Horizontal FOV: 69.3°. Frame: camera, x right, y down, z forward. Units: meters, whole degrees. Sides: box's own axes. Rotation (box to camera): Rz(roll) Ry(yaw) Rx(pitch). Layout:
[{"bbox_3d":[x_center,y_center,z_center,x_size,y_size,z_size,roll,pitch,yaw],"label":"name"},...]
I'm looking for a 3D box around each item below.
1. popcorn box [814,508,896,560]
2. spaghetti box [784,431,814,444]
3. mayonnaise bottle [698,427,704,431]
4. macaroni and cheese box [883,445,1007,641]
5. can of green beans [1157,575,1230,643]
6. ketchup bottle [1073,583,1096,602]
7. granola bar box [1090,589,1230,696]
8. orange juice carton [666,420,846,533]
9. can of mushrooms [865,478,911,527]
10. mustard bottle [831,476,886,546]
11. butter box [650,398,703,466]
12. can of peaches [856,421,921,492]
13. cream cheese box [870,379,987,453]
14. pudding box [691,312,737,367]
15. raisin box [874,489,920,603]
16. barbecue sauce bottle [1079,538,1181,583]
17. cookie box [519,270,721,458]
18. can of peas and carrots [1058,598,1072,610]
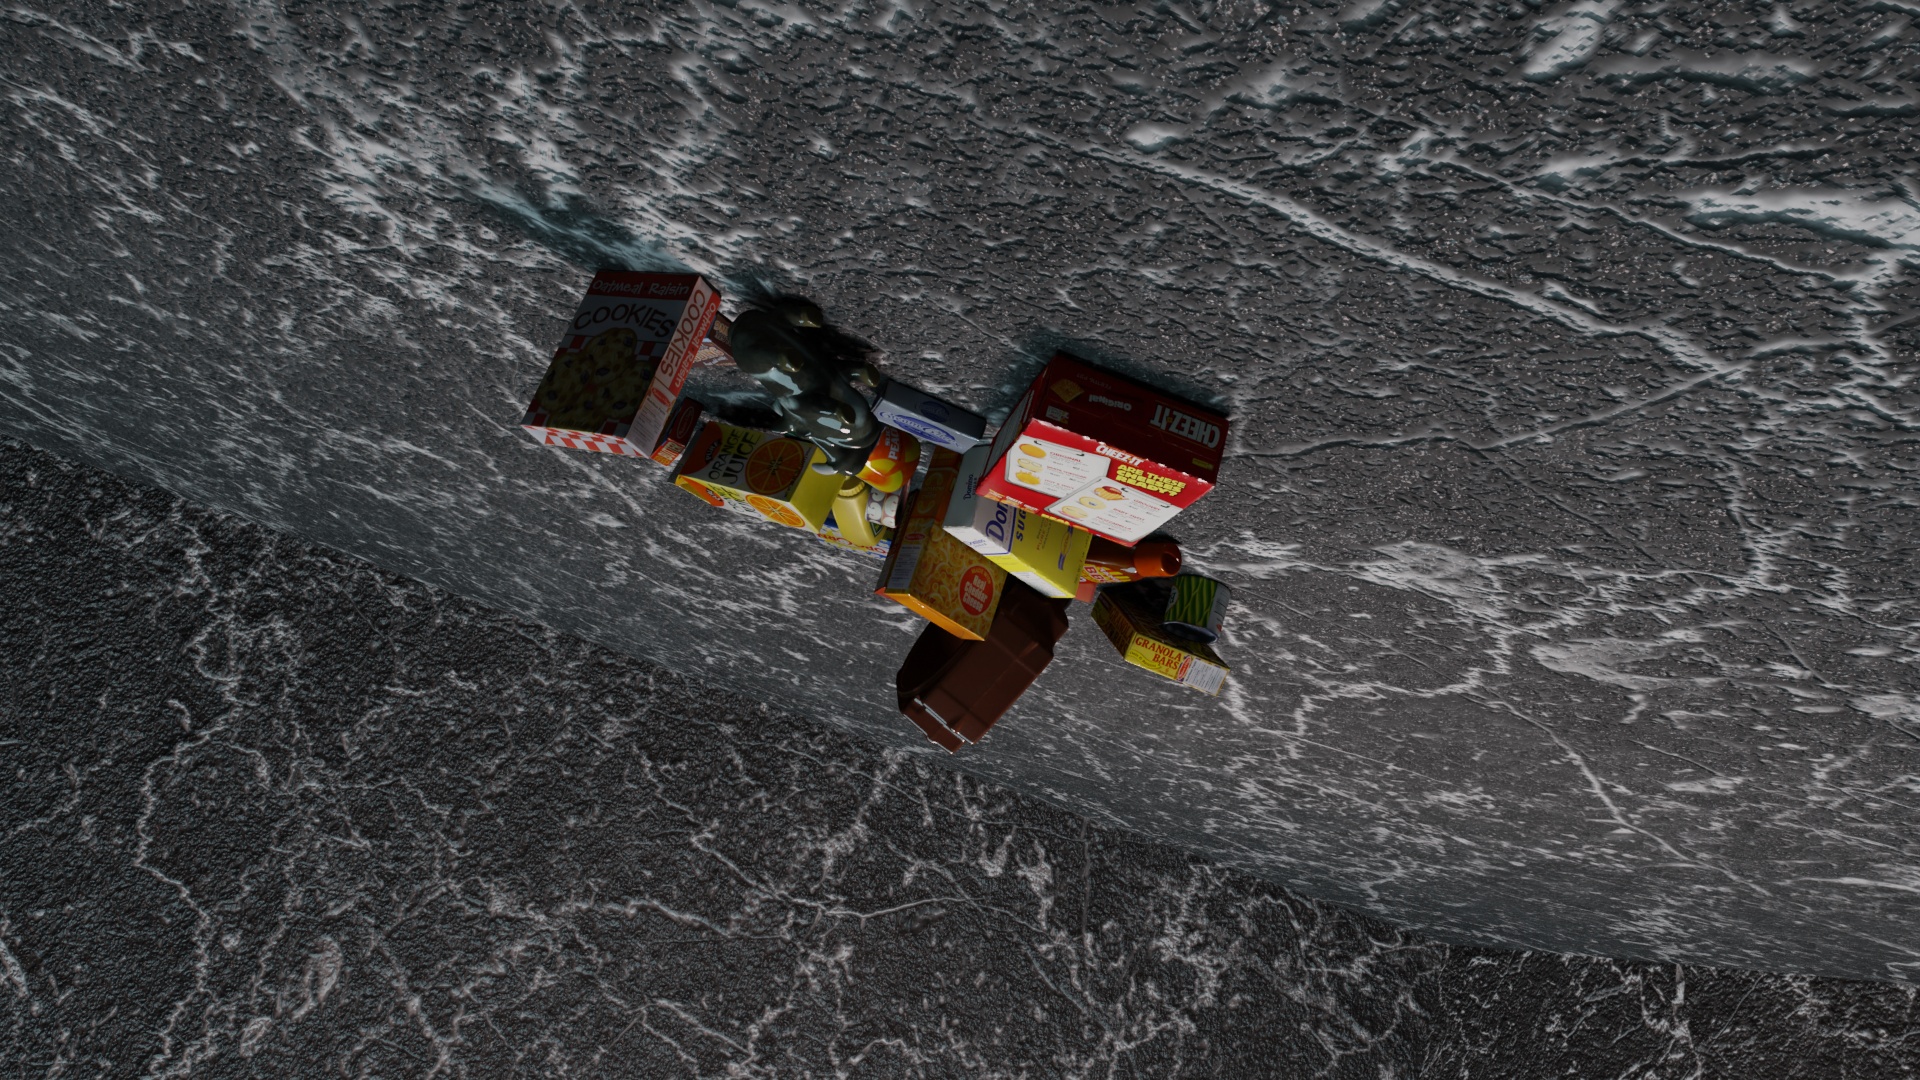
[{"bbox_3d":[-0.120,-0.011,1.712,0.127,0.038,0.085,14,161,13],"label":"popcorn box"},{"bbox_3d":[-0.153,-0.123,1.419,0.050,0.029,0.249,18,163,-1],"label":"spaghetti box"},{"bbox_3d":[-0.230,-0.090,1.578,0.148,0.041,0.064,18,161,5],"label":"mayonnaise bottle"},{"bbox_3d":[-0.001,0.003,1.420,0.040,0.167,0.123,0,155,44],"label":"macaroni and cheese box"},{"bbox_3d":[0.266,0.078,1.568,0.071,0.058,0.071,16,163,5],"label":"can of green beans"},{"bbox_3d":[0.088,0.031,1.624,0.149,0.044,0.064,16,159,7],"label":"ketchup bottle"},{"bbox_3d":[0.233,0.118,1.637,0.124,0.039,0.166,22,-170,-13],"label":"granola bar box"},{"bbox_3d":[-0.226,-0.073,1.483,0.193,0.072,0.073,14,159,30],"label":"orange juice carton"},{"bbox_3d":[-0.078,-0.047,1.510,0.033,0.071,0.071,15,162,5],"label":"can of mushrooms"},{"bbox_3d":[-0.117,-0.049,1.555,0.049,0.065,0.159,11,157,14],"label":"mustard bottle"},{"bbox_3d":[-0.317,-0.120,1.550,0.024,0.053,0.103,26,161,-18],"label":"butter box"},{"bbox_3d":[-0.080,-0.089,1.389,0.071,0.071,0.058,-2,154,47],"label":"can of peaches"},{"bbox_3d":[-0.032,-0.116,1.326,0.104,0.024,0.053,22,162,-12],"label":"cream cheese box"},{"bbox_3d":[-0.244,-0.188,1.308,0.083,0.030,0.049,3,156,39],"label":"pudding box"},{"bbox_3d":[-0.036,0.016,1.569,0.086,0.124,0.040,23,160,-14],"label":"raisin box"},{"bbox_3d":[0.173,0.022,1.513,0.065,0.044,0.148,32,157,-36],"label":"barbecue sauce bottle"},{"bbox_3d":[-0.297,-0.158,1.222,0.123,0.168,0.040,8,157,28],"label":"cookie box"},{"bbox_3d":[0.096,0.062,1.681,0.071,0.071,0.058,21,163,-9],"label":"can of peas and carrots"}]
